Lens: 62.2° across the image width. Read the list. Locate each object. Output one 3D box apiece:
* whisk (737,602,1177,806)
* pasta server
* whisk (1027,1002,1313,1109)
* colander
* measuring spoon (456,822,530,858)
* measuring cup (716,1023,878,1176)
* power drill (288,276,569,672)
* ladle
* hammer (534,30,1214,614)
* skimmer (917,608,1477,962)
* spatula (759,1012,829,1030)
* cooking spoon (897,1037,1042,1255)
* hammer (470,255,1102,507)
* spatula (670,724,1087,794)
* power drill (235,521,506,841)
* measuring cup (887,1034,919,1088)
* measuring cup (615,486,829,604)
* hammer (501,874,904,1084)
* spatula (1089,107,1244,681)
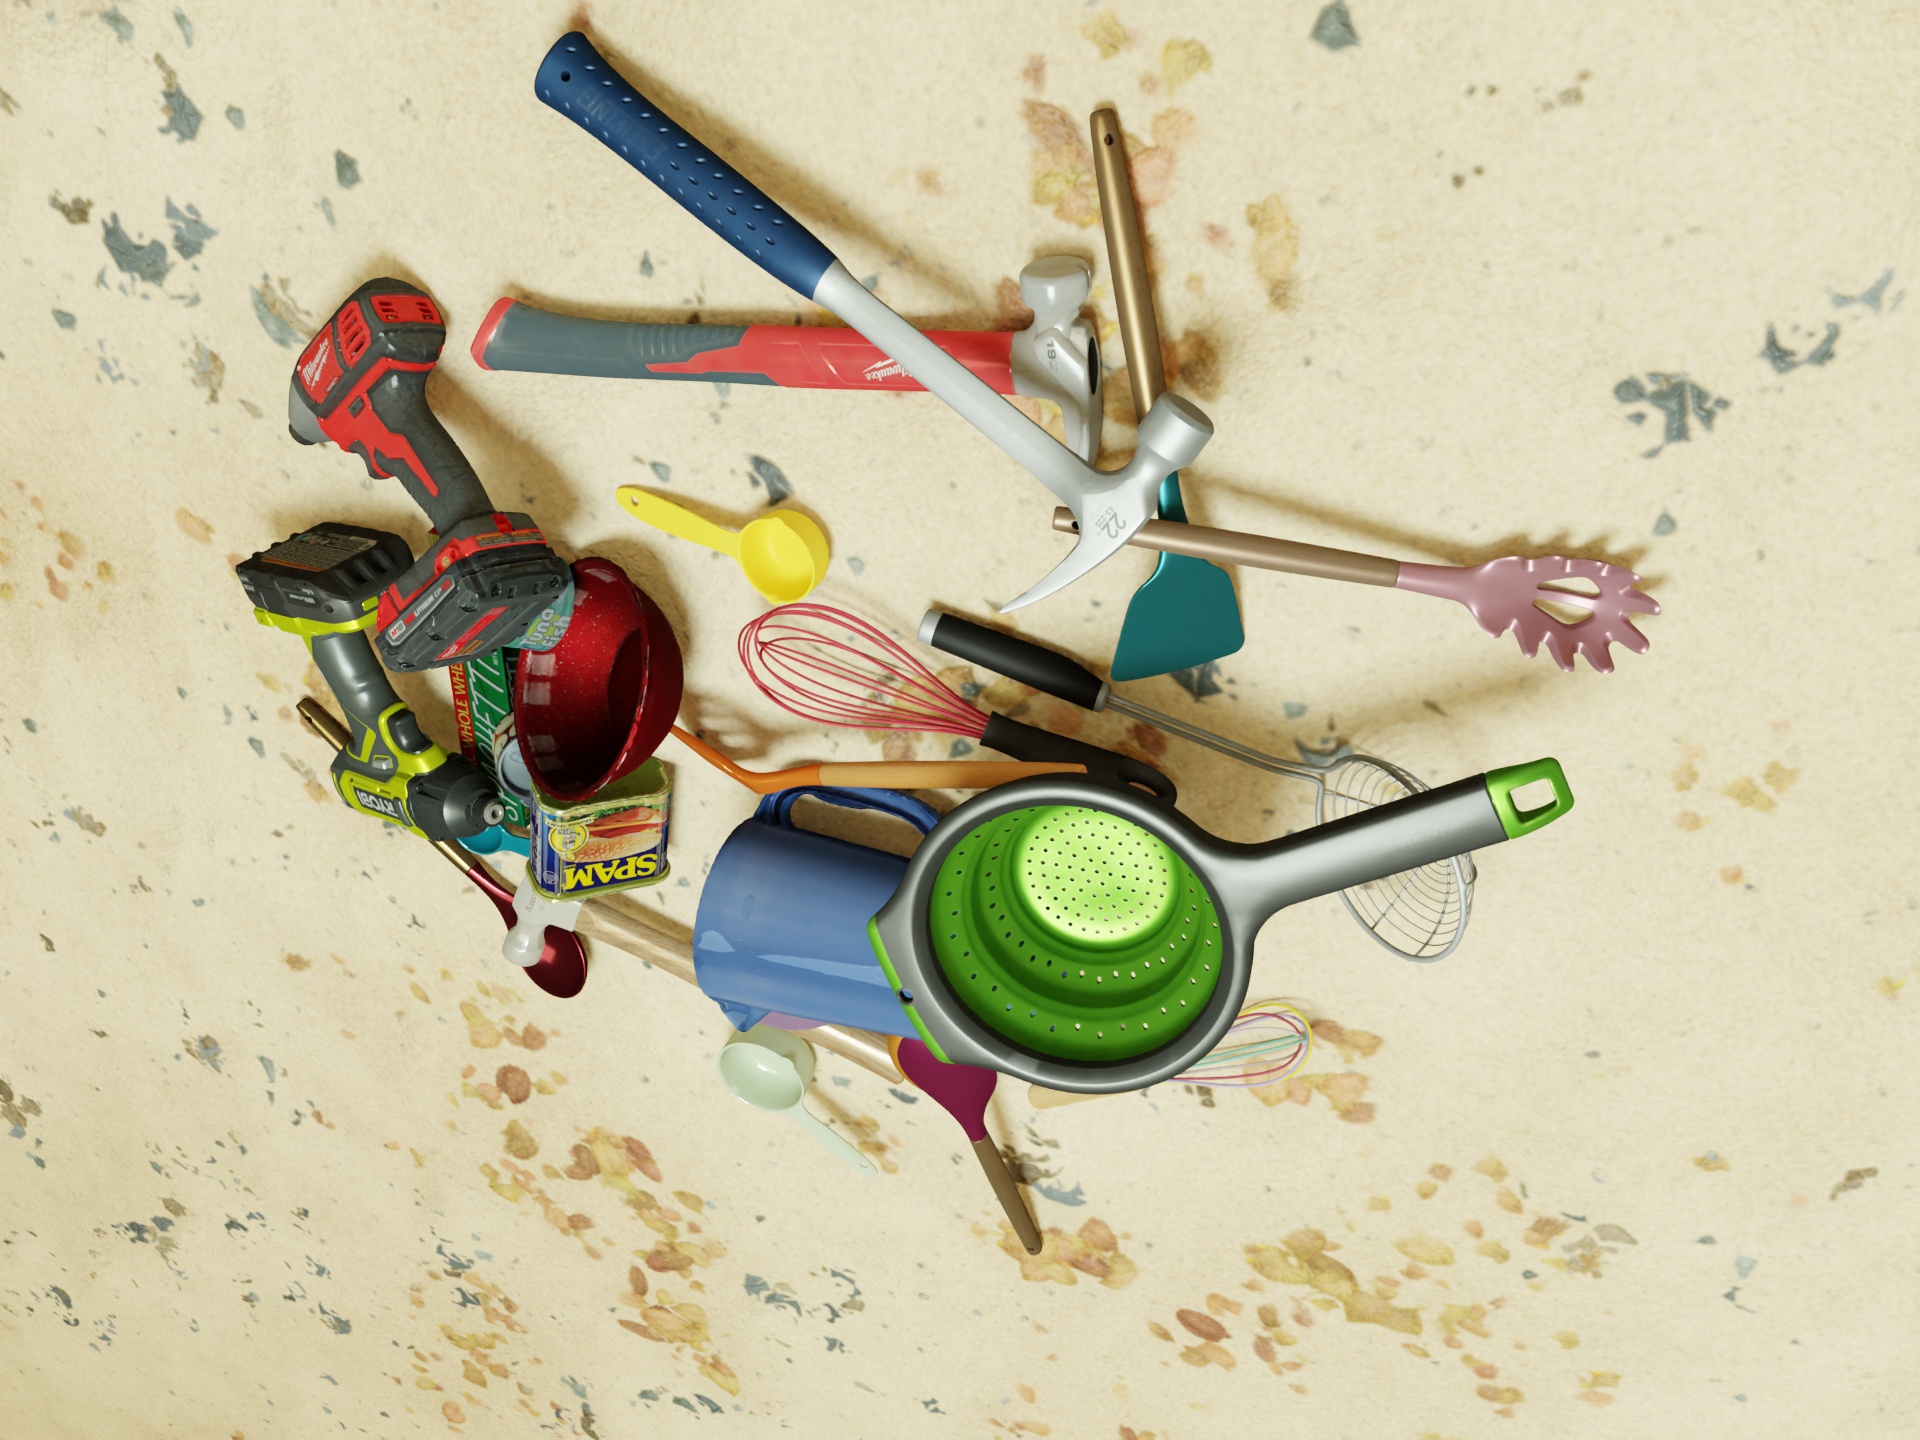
[{"bbox_3d":[-0.002,-0.003,1.004,0.296,0.073,0.073,21,129,1],"label":"whisk"},{"bbox_3d":[0.205,-0.080,0.843,0.316,0.040,0.060,10,112,2],"label":"pasta server"},{"bbox_3d":[0.145,0.245,1.132,0.245,0.051,0.047,-23,91,37],"label":"whisk"},{"bbox_3d":[0.143,0.083,0.907,0.397,0.094,0.204,-21,106,23],"label":"colander"},{"bbox_3d":[-0.330,0.095,1.239,0.128,0.021,0.042,17,121,-1],"label":"measuring spoon"},{"bbox_3d":[-0.122,0.305,1.283,0.167,0.038,0.083,44,128,-13],"label":"measuring cup"},{"bbox_3d":[-0.348,-0.149,0.998,0.143,0.078,0.220,-31,82,35],"label":"power drill"},{"bbox_3d":[-0.409,0.100,1.265,0.069,0.031,0.315,-36,103,29],"label":"ladle"},{"bbox_3d":[-0.066,-0.221,0.840,0.405,0.035,0.144,40,115,7],"label":"hammer"},{"bbox_3d":[0.131,0.029,0.948,0.363,0.090,0.127,23,144,8],"label":"skimmer"},{"bbox_3d":[-0.040,0.211,1.138,0.316,0.018,0.059,5,109,25],"label":"spatula"},{"bbox_3d":[0.020,0.326,1.205,0.069,0.017,0.318,-7,134,15],"label":"cooking spoon"},{"bbox_3d":[-0.108,-0.197,0.925,0.386,0.038,0.143,6,127,19],"label":"hammer"},{"bbox_3d":[-0.065,0.026,1.021,0.323,0.041,0.080,-1,152,30],"label":"spatula"},{"bbox_3d":[-0.408,-0.020,1.126,0.171,0.080,0.223,12,128,37],"label":"power drill"},{"bbox_3d":[-0.003,0.205,1.152,0.095,0.052,0.173,20,129,9],"label":"measuring cup"},{"bbox_3d":[-0.151,-0.122,1.009,0.156,0.029,0.062,24,128,21],"label":"measuring cup"},{"bbox_3d":[-0.188,0.194,1.225,0.331,0.031,0.130,25,117,0],"label":"hammer"},{"bbox_3d":[0.100,-0.165,0.861,0.082,0.044,0.317,-14,113,-4],"label":"spatula"}]
